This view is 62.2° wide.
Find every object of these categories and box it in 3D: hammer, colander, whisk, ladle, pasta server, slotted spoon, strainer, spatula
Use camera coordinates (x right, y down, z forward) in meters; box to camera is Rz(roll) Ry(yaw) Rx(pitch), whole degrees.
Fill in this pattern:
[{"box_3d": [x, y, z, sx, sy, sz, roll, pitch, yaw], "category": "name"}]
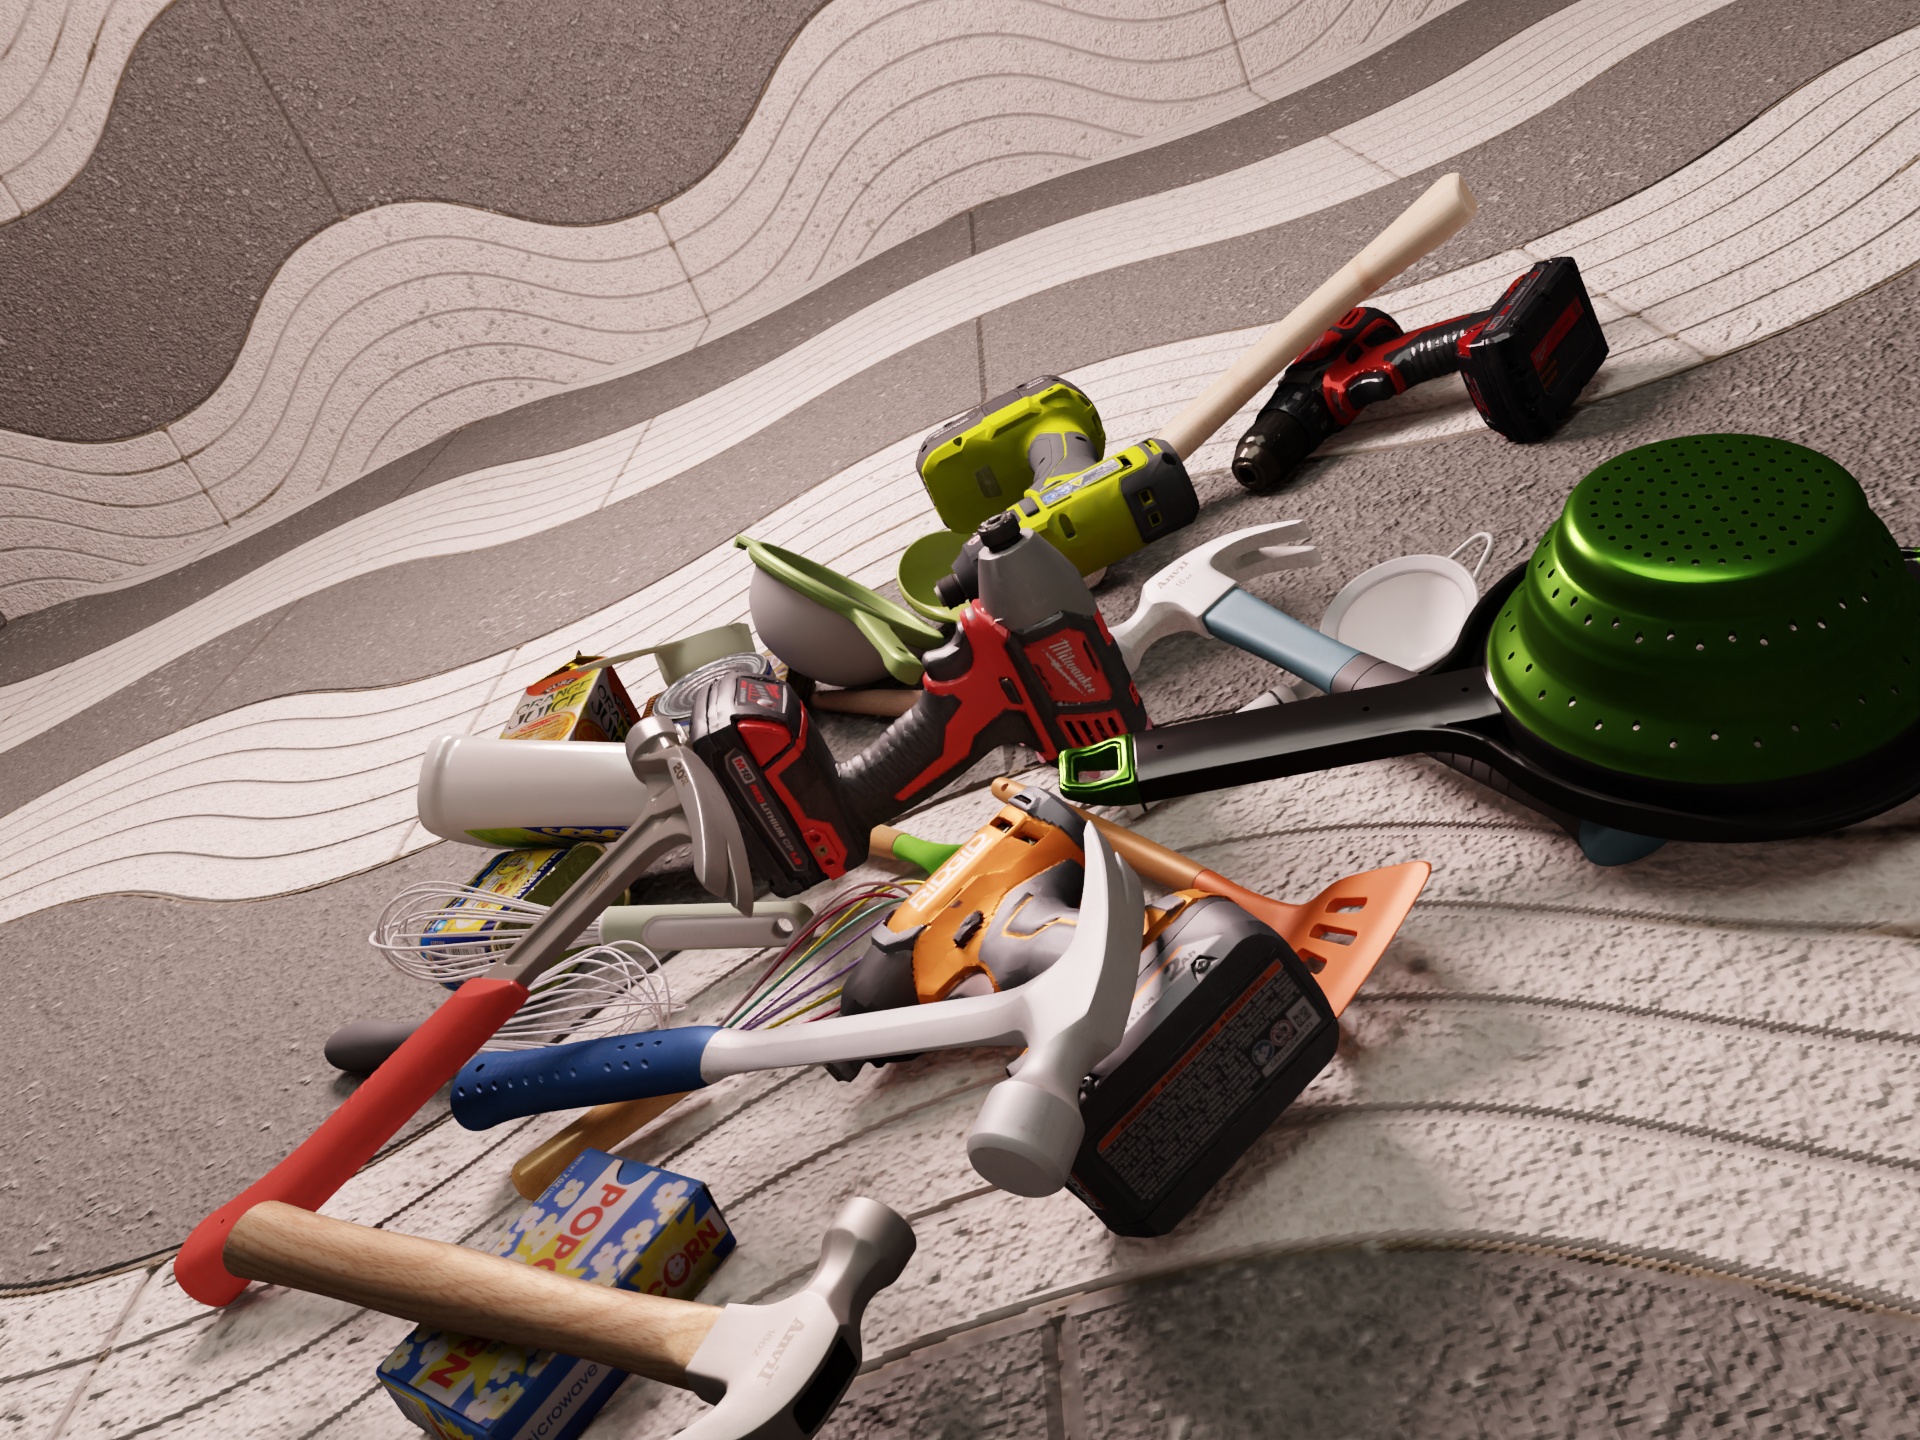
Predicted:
[{"box_3d": [-0.091, 0.136, 0.668, 0.405, 0.035, 0.144, -17, 33, 41], "category": "hammer"}, {"box_3d": [-0.181, 0.226, 0.616, 0.331, 0.031, 0.130, -3, 33, 34], "category": "hammer"}, {"box_3d": [0.227, -0.037, 0.667, 0.397, 0.094, 0.205, -11, 38, 11], "category": "colander"}, {"box_3d": [-0.242, 0.157, 0.754, 0.359, 0.036, 0.149, -44, 35, 7], "category": "hammer"}, {"box_3d": [-0.112, 0.154, 0.780, 0.245, 0.051, 0.047, -35, 60, -9], "category": "whisk"}, {"box_3d": [0.012, -0.069, 1.044, 0.078, 0.062, 0.320, -11, 18, -6], "category": "ladle"}, {"box_3d": [0.199, -0.015, 0.774, 0.128, 0.033, 0.331, -42, 38, -8], "category": "hammer"}, {"box_3d": [-0.002, -0.003, 1.008, 0.060, 0.040, 0.316, -40, 25, -30], "category": "pasta server"}, {"box_3d": [-0.201, 0.114, 0.868, 0.246, 0.058, 0.059, -2, 10, 4], "category": "whisk"}, {"box_3d": [-0.049, 0.069, 0.907, 0.070, 0.031, 0.314, -36, 26, -29], "category": "slotted spoon"}, {"box_3d": [0.207, -0.254, 1.171, 0.410, 0.038, 0.146, -41, 25, 2], "category": "hammer"}, {"box_3d": [-0.260, 0.171, 0.871, 0.284, 0.070, 0.070, -14, 26, 33], "category": "whisk"}, {"box_3d": [-0.077, -0.047, 1.062, 0.069, 0.151, 0.257, -62, 23, 9], "category": "strainer"}, {"box_3d": [0.179, -0.013, 0.845, 0.258, 0.050, 0.087, -32, 38, -2], "category": "strainer"}, {"box_3d": [0.096, 0.066, 0.755, 0.081, 0.041, 0.323, -54, 31, -8], "category": "spatula"}]

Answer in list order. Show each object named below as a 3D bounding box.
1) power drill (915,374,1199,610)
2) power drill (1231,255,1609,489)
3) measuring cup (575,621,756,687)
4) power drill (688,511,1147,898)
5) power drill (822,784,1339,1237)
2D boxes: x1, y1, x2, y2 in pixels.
[{"box_3d": [0.047, -0.151, 1.073, 0.171, 0.080, 0.223, -27, 27, 2], "category": "power drill"}, {"box_3d": [0.311, -0.234, 1.117, 0.227, 0.080, 0.188, 3, 43, 52], "category": "power drill"}, {"box_3d": [-0.218, -0.037, 1.185, 0.083, 0.038, 0.167, -21, -2, 35], "category": "measuring cup"}, {"box_3d": [-0.025, -0.010, 0.837, 0.219, 0.143, 0.079, -25, 23, 6], "category": "power drill"}, {"box_3d": [0.032, 0.120, 0.665, 0.164, 0.084, 0.227, -43, 24, -11], "category": "power drill"}]
